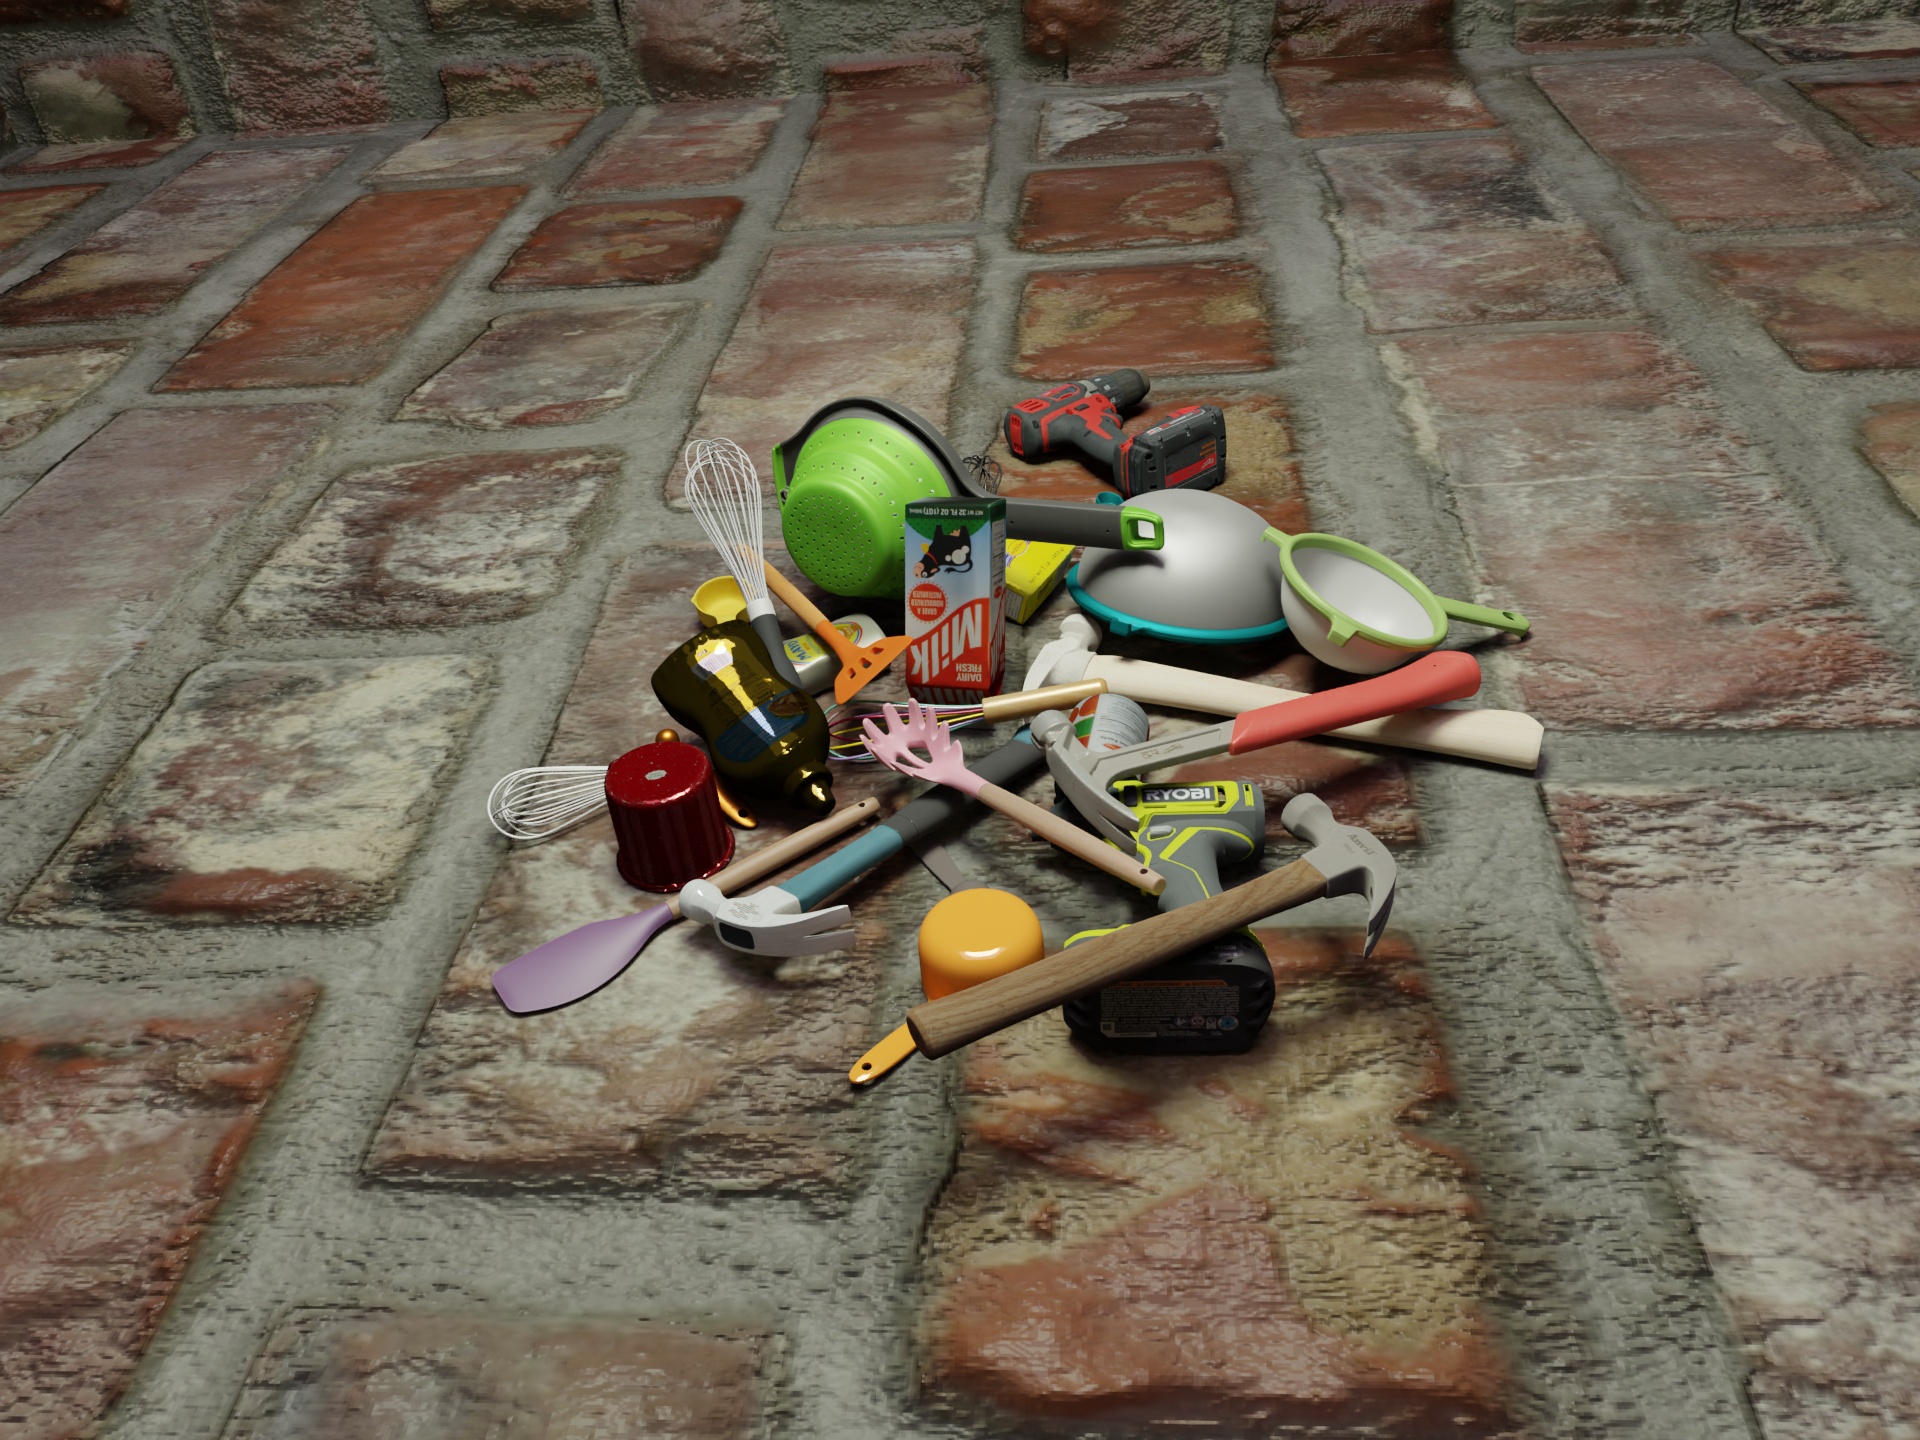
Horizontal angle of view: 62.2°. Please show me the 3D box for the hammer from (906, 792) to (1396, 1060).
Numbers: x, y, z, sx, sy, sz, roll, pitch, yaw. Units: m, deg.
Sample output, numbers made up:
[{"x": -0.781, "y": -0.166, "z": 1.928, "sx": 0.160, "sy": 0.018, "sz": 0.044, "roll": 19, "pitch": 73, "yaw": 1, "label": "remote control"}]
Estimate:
[{"x": 0.124, "y": 0.136, "z": 0.975, "sx": 0.331, "sy": 0.031, "sz": 0.130, "roll": -19, "pitch": 34, "yaw": -19, "label": "hammer"}]

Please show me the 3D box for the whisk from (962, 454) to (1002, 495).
[{"x": 0.001, "y": -0.193, "z": 1.572, "sx": 0.055, "sy": 0.055, "sz": 0.239, "roll": 2, "pitch": 41, "yaw": 11, "label": "whisk"}]

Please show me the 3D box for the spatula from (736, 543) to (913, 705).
[{"x": -0.134, "y": -0.097, "z": 1.390, "sx": 0.081, "sy": 0.041, "sz": 0.323, "roll": -42, "pitch": 41, "yaw": -5, "label": "spatula"}]

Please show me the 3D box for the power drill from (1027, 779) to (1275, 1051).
[{"x": 0.130, "y": 0.123, "z": 1.100, "sx": 0.171, "sy": 0.080, "sz": 0.223, "roll": -2, "pitch": 33, "yaw": 5, "label": "power drill"}]

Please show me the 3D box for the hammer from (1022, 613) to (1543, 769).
[{"x": 0.253, "y": -0.006, "z": 1.288, "sx": 0.411, "sy": 0.038, "sz": 0.146, "roll": 10, "pitch": 40, "yaw": 20, "label": "hammer"}]

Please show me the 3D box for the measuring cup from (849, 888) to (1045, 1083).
[{"x": -0.014, "y": 0.175, "z": 1.062, "sx": 0.095, "sy": 0.052, "sz": 0.173, "roll": 25, "pitch": 44, "yaw": 35, "label": "measuring cup"}]

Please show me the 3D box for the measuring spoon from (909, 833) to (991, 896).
[{"x": -0.013, "y": 0.105, "z": 1.187, "sx": 0.034, "sy": 0.018, "sz": 0.124, "roll": -21, "pitch": 37, "yaw": -19, "label": "measuring spoon"}]

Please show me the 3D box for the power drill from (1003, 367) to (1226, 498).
[{"x": 0.180, "y": -0.312, "z": 1.687, "sx": 0.188, "sy": 0.080, "sz": 0.227, "roll": -28, "pitch": 38, "yaw": -28, "label": "power drill"}]

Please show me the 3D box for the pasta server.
[{"x": 0.032, "y": 0.055, "z": 1.144, "sx": 0.060, "sy": 0.040, "sz": 0.316, "roll": -37, "pitch": 37, "yaw": -22, "label": "pasta server"}]

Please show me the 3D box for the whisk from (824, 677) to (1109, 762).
[{"x": -0.002, "y": -0.005, "z": 1.285, "sx": 0.245, "sy": 0.047, "sz": 0.051, "roll": -11, "pitch": 75, "yaw": 6, "label": "whisk"}]

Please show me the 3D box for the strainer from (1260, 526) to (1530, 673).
[{"x": 0.366, "y": -0.079, "z": 1.334, "sx": 0.256, "sy": 0.069, "sz": 0.152, "roll": 8, "pitch": 38, "yaw": -26, "label": "strainer"}]

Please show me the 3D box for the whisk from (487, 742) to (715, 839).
[{"x": -0.258, "y": 0.045, "z": 1.289, "sx": 0.246, "sy": 0.057, "sz": 0.059, "roll": -15, "pitch": 71, "yaw": -17, "label": "whisk"}]

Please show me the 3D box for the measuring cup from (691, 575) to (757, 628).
[{"x": -0.212, "y": -0.072, "z": 1.461, "sx": 0.062, "sy": 0.029, "sz": 0.157, "roll": -9, "pitch": 48, "yaw": -4, "label": "measuring cup"}]

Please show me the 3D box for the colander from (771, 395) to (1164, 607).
[{"x": -0.021, "y": -0.166, "z": 1.381, "sx": 0.397, "sy": 0.204, "sz": 0.094, "roll": 9, "pitch": 33, "yaw": 29, "label": "colander"}]

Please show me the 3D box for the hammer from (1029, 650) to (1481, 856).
[{"x": 0.240, "y": 0.007, "z": 1.179, "sx": 0.359, "sy": 0.036, "sz": 0.149, "roll": -13, "pitch": 35, "yaw": -21, "label": "hammer"}]

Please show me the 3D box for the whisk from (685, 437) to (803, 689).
[{"x": -0.180, "y": -0.122, "z": 1.371, "sx": 0.070, "sy": 0.070, "sz": 0.285, "roll": -15, "pitch": 71, "yaw": -13, "label": "whisk"}]

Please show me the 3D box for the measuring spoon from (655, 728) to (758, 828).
[{"x": -0.201, "y": 0.045, "z": 1.266, "sx": 0.117, "sy": 0.011, "sz": 0.021, "roll": 42, "pitch": 57, "yaw": 18, "label": "measuring spoon"}]

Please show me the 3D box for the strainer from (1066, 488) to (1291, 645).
[{"x": 0.189, "y": -0.179, "z": 1.458, "sx": 0.211, "sy": 0.095, "sz": 0.341, "roll": -2, "pitch": 28, "yaw": -14, "label": "strainer"}]

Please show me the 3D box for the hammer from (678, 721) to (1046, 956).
[{"x": -0.044, "y": 0.081, "z": 1.196, "sx": 0.331, "sy": 0.033, "sz": 0.128, "roll": -31, "pitch": 35, "yaw": -35, "label": "hammer"}]

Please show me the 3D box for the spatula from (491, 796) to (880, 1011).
[{"x": -0.192, "y": 0.131, "z": 1.178, "sx": 0.316, "sy": 0.018, "sz": 0.060, "roll": -27, "pitch": 48, "yaw": -25, "label": "spatula"}]
